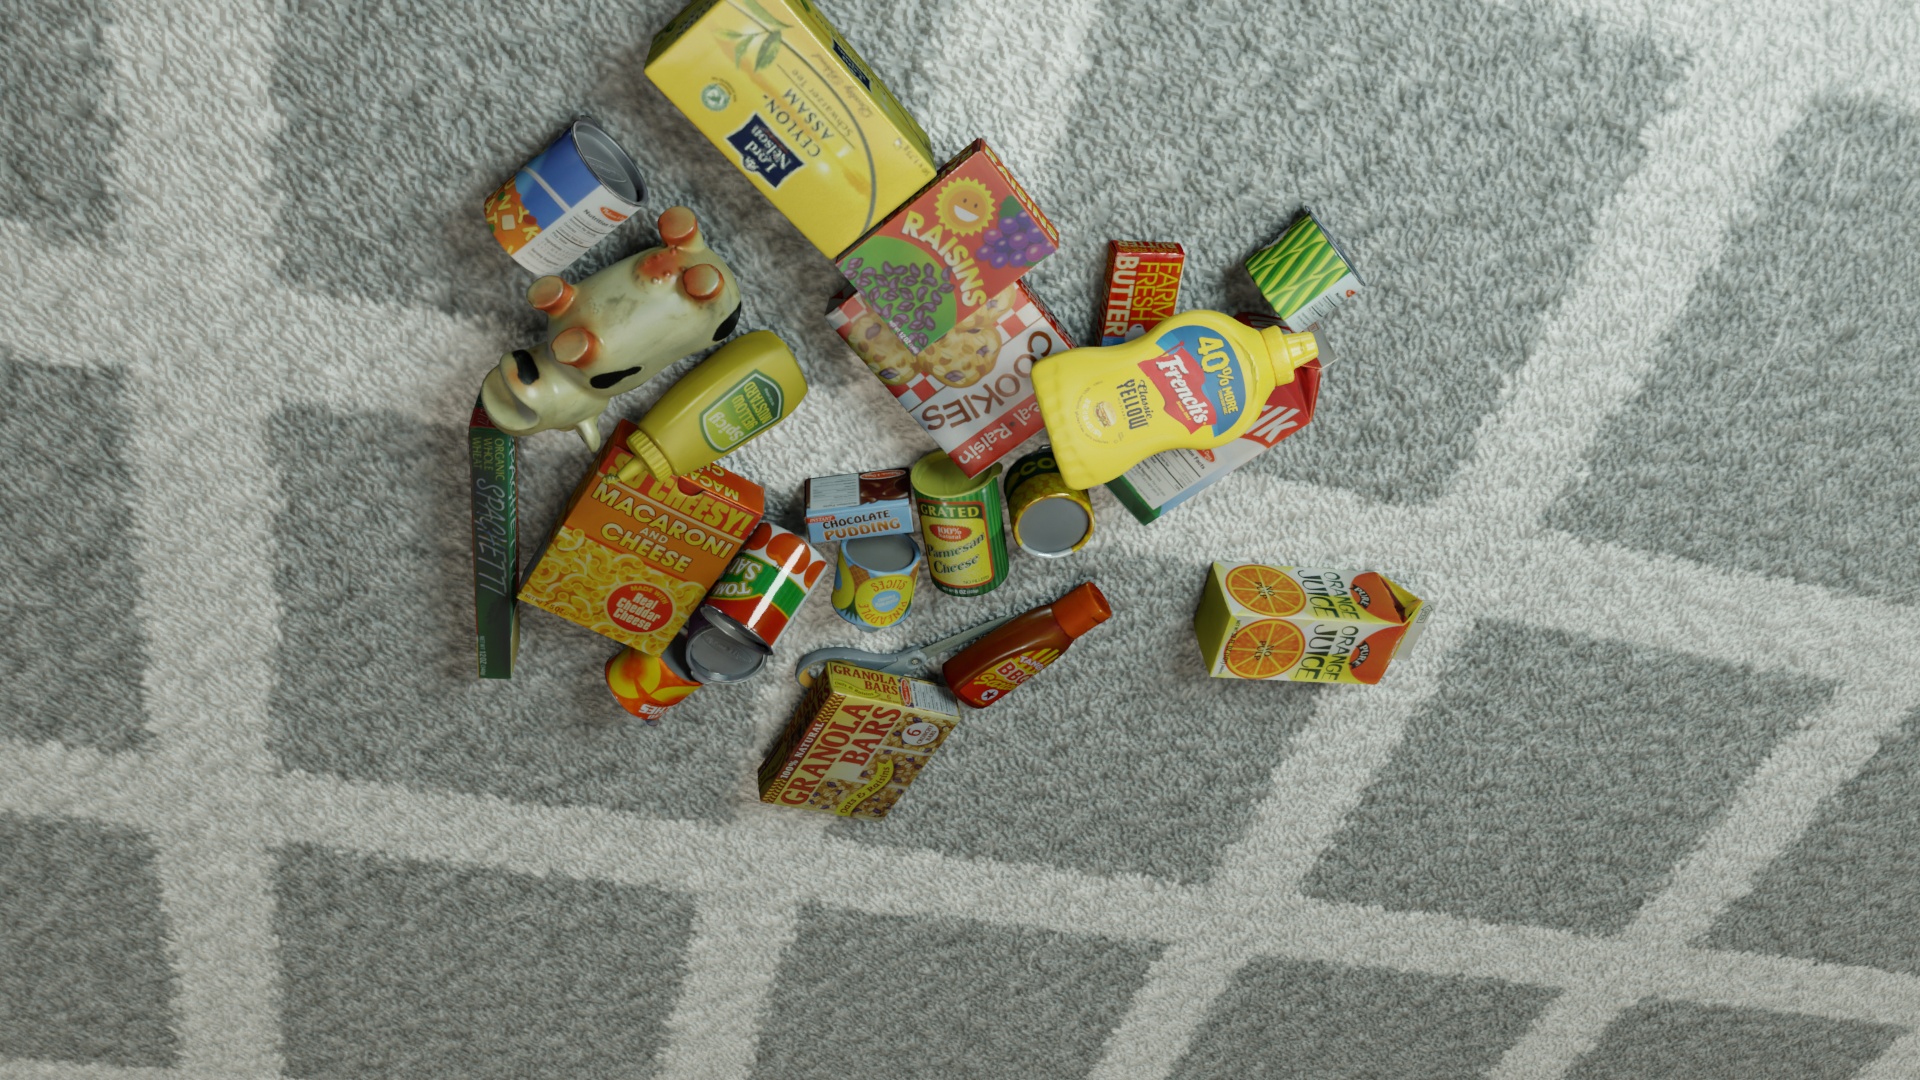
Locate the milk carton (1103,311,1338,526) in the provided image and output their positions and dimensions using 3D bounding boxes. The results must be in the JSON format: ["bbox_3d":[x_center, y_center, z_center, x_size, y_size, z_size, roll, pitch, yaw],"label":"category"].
[{"bbox_3d":[0.191,-0.101,1.042,0.190,0.073,0.073,-33,124,20],"label":"milk carton"}]

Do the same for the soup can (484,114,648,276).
[{"bbox_3d":[-0.258,-0.224,0.906,0.083,0.072,0.071,-32,124,19],"label":"soup can"}]

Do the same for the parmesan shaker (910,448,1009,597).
[{"bbox_3d":[0.004,-0.014,1.091,0.071,0.072,0.102,-9,128,1],"label":"parmesan shaker"}]

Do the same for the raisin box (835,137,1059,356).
[{"bbox_3d":[-0.008,-0.193,0.921,0.123,0.040,0.086,-34,112,19],"label":"raisin box"}]

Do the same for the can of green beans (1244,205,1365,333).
[{"bbox_3d":[0.243,-0.189,0.983,0.057,0.071,0.071,-36,123,21],"label":"can of green beans"}]

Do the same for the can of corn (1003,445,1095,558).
[{"bbox_3d":[0.070,-0.030,1.092,0.071,0.058,0.070,-3,128,-4],"label":"can of corn"}]

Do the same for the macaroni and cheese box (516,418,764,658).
[{"bbox_3d":[-0.244,0.003,1.063,0.123,0.040,0.165,27,120,-23],"label":"macaroni and cheese box"}]

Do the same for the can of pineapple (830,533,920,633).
[{"bbox_3d":[-0.068,0.030,1.116,0.071,0.071,0.057,5,126,-10],"label":"can of pineapple"}]

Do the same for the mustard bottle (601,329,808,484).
[{"bbox_3d":[-0.185,-0.084,0.988,0.160,0.049,0.065,-38,134,-14],"label":"mustard bottle"}]

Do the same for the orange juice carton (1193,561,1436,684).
[{"bbox_3d":[0.305,0.072,1.185,0.193,0.073,0.071,4,127,-9],"label":"orange juice carton"}]

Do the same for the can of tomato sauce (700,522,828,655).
[{"bbox_3d":[-0.153,0.036,1.082,0.071,0.083,0.071,28,160,11],"label":"can of tomato sauce"}]

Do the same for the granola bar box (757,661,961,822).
[{"bbox_3d":[-0.092,0.181,1.234,0.124,0.039,0.164,15,130,-25],"label":"granola bar box"}]

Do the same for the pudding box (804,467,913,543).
[{"bbox_3d":[-0.079,-0.028,1.084,0.084,0.050,0.030,-7,129,-1],"label":"pudding box"}]

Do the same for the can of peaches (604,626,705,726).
[{"bbox_3d":[-0.251,0.110,1.158,0.058,0.071,0.071,-37,122,20],"label":"can of peaches"}]

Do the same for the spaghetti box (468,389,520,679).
[{"bbox_3d":[-0.360,0.002,1.076,0.029,0.050,0.248,4,127,-11],"label":"spaghetti box"}]

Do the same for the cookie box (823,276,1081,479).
[{"bbox_3d":[0.004,-0.141,0.999,0.122,0.040,0.167,-34,115,19],"label":"cookie box"}]

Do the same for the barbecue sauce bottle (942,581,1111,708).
[{"bbox_3d":[0.059,0.088,1.188,0.148,0.044,0.065,-35,143,17],"label":"barbecue sauce bottle"}]

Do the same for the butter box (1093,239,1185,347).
[{"bbox_3d":[0.129,-0.169,1.013,0.053,0.024,0.103,0,128,-7],"label":"butter box"}]

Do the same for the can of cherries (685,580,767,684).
[{"bbox_3d":[-0.194,0.076,1.146,0.071,0.059,0.071,-3,128,-4],"label":"can of cherries"}]
